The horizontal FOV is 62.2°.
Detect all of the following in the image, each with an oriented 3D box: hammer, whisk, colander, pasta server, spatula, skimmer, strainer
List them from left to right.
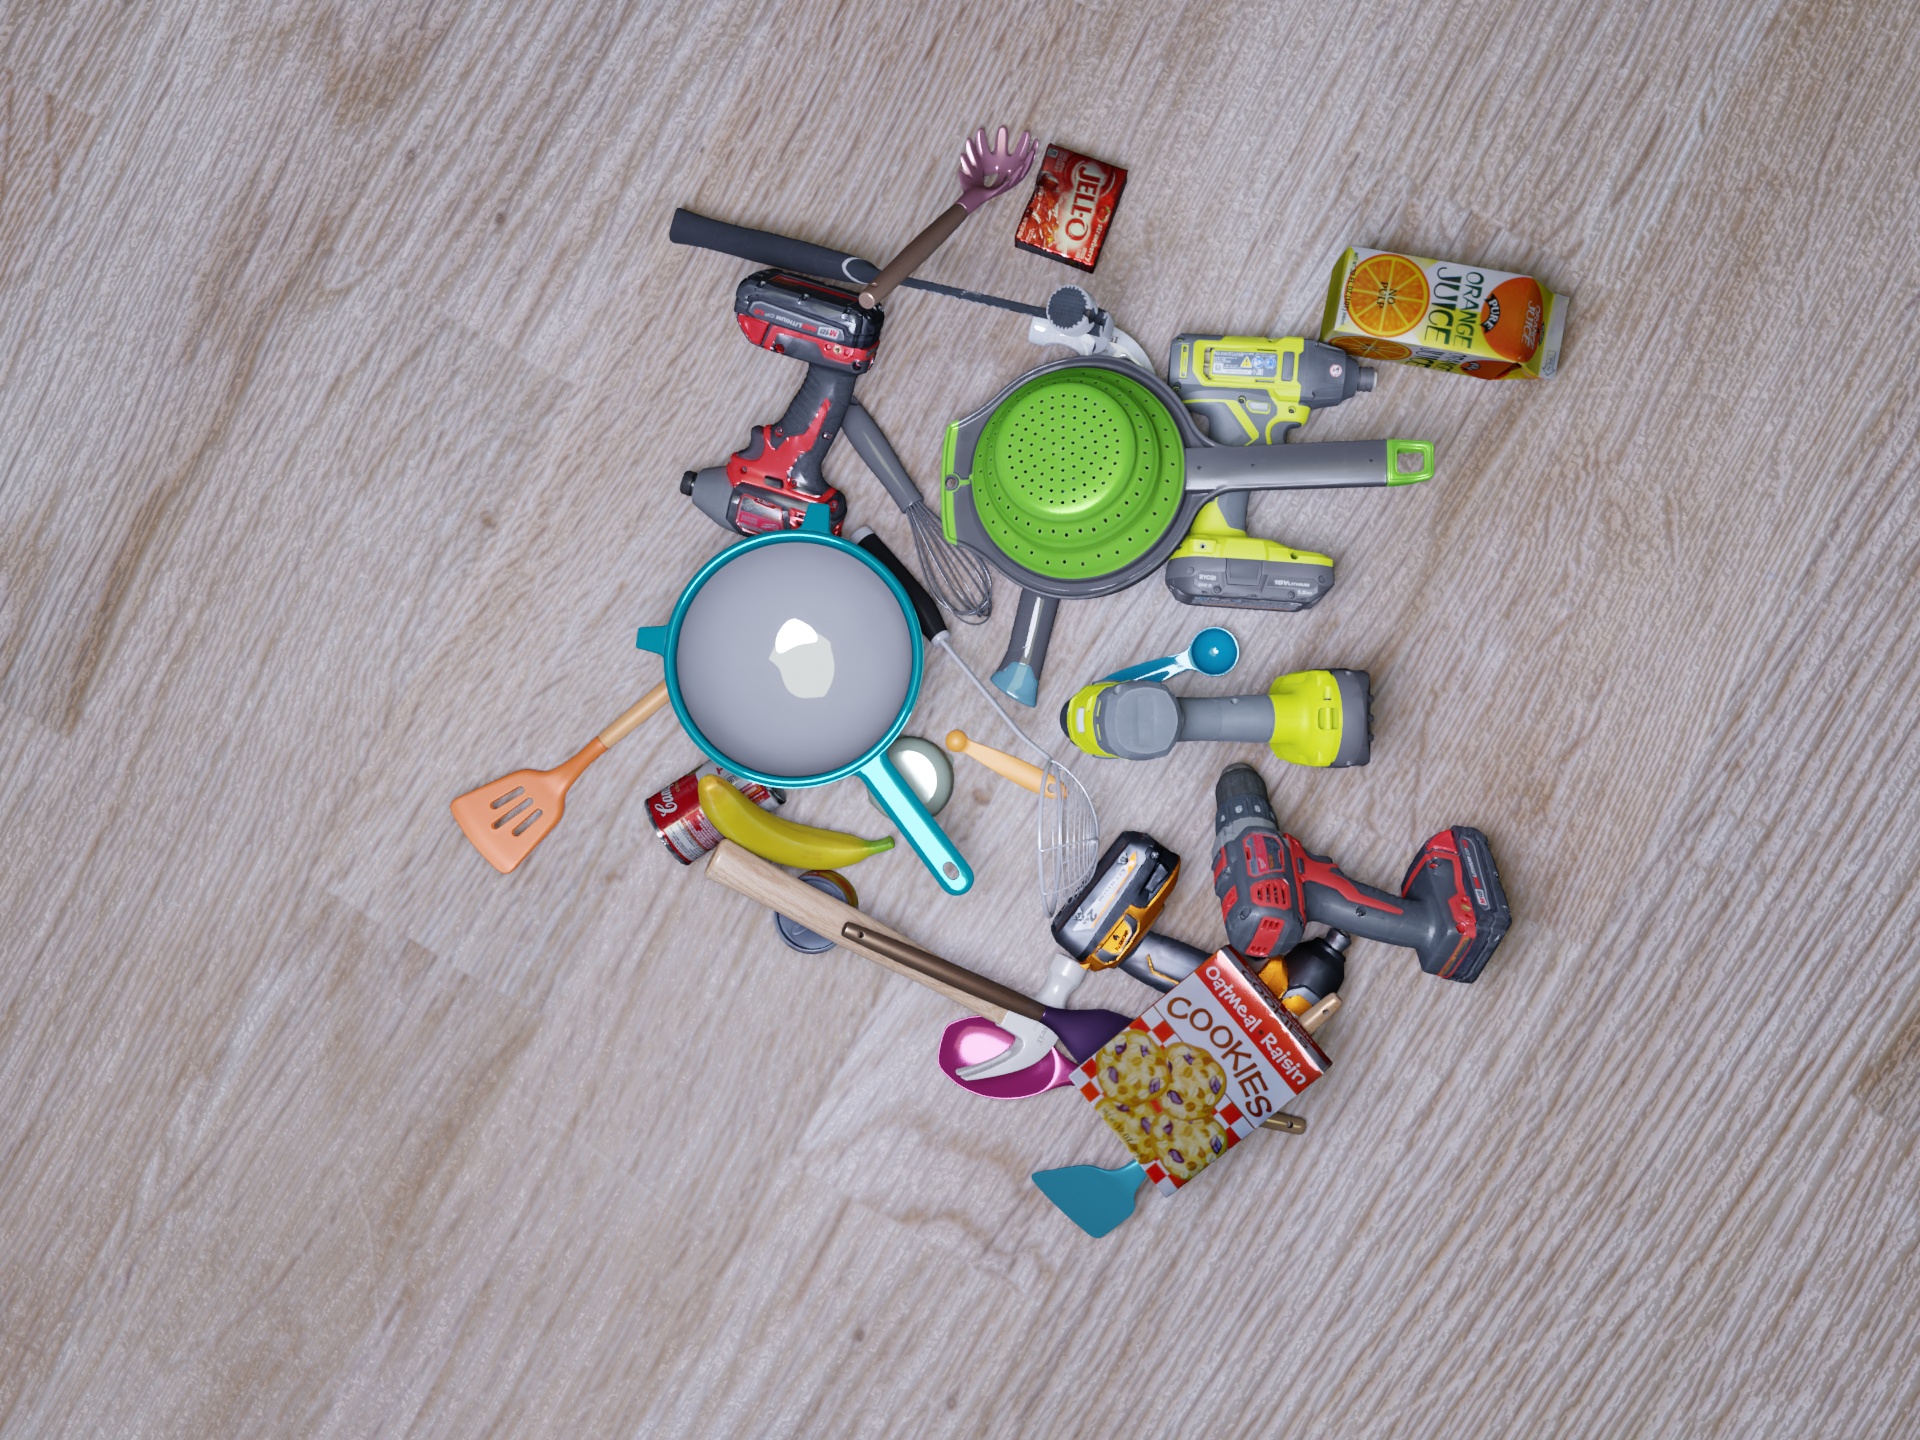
[{"bbox_3d":[-0.293,0.004,1.378,0.322,0.041,0.081,-39,87,2],"label":"spatula"},{"bbox_3d":[-0.096,0.003,1.322,0.211,0.095,0.340,-37,87,-2],"label":"strainer"},{"bbox_3d":[-0.064,-0.368,1.314,0.409,0.149,0.036,18,99,18],"label":"hammer"},{"bbox_3d":[-0.061,0.191,1.319,0.331,0.031,0.130,29,82,-12],"label":"hammer"},{"bbox_3d":[-0.044,-0.183,1.359,0.055,0.055,0.239,-34,84,3],"label":"whisk"},{"bbox_3d":[-0.011,-0.401,1.261,0.060,0.316,0.040,16,131,15],"label":"pasta server"},{"bbox_3d":[-0.002,-0.004,1.330,0.090,0.127,0.363,-39,76,3],"label":"skimmer"},{"bbox_3d":[0.044,0.235,1.319,0.315,0.018,0.060,26,78,-13],"label":"spatula"},{"bbox_3d":[0.085,-0.176,1.357,0.128,0.033,0.331,14,92,4],"label":"hammer"},{"bbox_3d":[0.169,-0.205,1.251,0.397,0.094,0.204,-1,84,13],"label":"colander"},{"bbox_3d":[0.191,0.322,1.308,0.082,0.044,0.317,44,107,-4],"label":"spatula"}]

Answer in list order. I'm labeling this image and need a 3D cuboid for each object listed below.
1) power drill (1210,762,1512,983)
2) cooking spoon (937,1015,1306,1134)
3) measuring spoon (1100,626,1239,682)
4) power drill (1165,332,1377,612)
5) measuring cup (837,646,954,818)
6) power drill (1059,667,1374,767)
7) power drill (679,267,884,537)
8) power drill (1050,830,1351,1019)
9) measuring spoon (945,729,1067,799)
[{"bbox_3d":[0.313,0.119,1.296,0.226,0.188,0.080,9,131,-7],"label":"power drill"},{"bbox_3d":[0.138,0.313,1.364,0.319,0.017,0.069,12,78,3],"label":"cooking spoon"},{"bbox_3d":[0.176,-0.046,1.364,0.128,0.021,0.042,-18,90,13],"label":"measuring spoon"},{"bbox_3d":[0.254,-0.207,1.326,0.171,0.080,0.223,4,88,4],"label":"power drill"},{"bbox_3d":[-0.065,0.011,1.364,0.083,0.038,0.167,-28,90,3],"label":"measuring cup"},{"bbox_3d":[0.198,-0.001,1.291,0.228,0.190,0.080,0,90,-11],"label":"power drill"},{"bbox_3d":[-0.150,-0.253,1.324,0.143,0.079,0.219,17,115,3],"label":"power drill"},{"bbox_3d":[0.207,0.191,1.330,0.226,0.084,0.164,38,92,-2],"label":"power drill"},{"bbox_3d":[0.040,0.039,1.371,0.117,0.011,0.021,26,92,3],"label":"measuring spoon"}]
